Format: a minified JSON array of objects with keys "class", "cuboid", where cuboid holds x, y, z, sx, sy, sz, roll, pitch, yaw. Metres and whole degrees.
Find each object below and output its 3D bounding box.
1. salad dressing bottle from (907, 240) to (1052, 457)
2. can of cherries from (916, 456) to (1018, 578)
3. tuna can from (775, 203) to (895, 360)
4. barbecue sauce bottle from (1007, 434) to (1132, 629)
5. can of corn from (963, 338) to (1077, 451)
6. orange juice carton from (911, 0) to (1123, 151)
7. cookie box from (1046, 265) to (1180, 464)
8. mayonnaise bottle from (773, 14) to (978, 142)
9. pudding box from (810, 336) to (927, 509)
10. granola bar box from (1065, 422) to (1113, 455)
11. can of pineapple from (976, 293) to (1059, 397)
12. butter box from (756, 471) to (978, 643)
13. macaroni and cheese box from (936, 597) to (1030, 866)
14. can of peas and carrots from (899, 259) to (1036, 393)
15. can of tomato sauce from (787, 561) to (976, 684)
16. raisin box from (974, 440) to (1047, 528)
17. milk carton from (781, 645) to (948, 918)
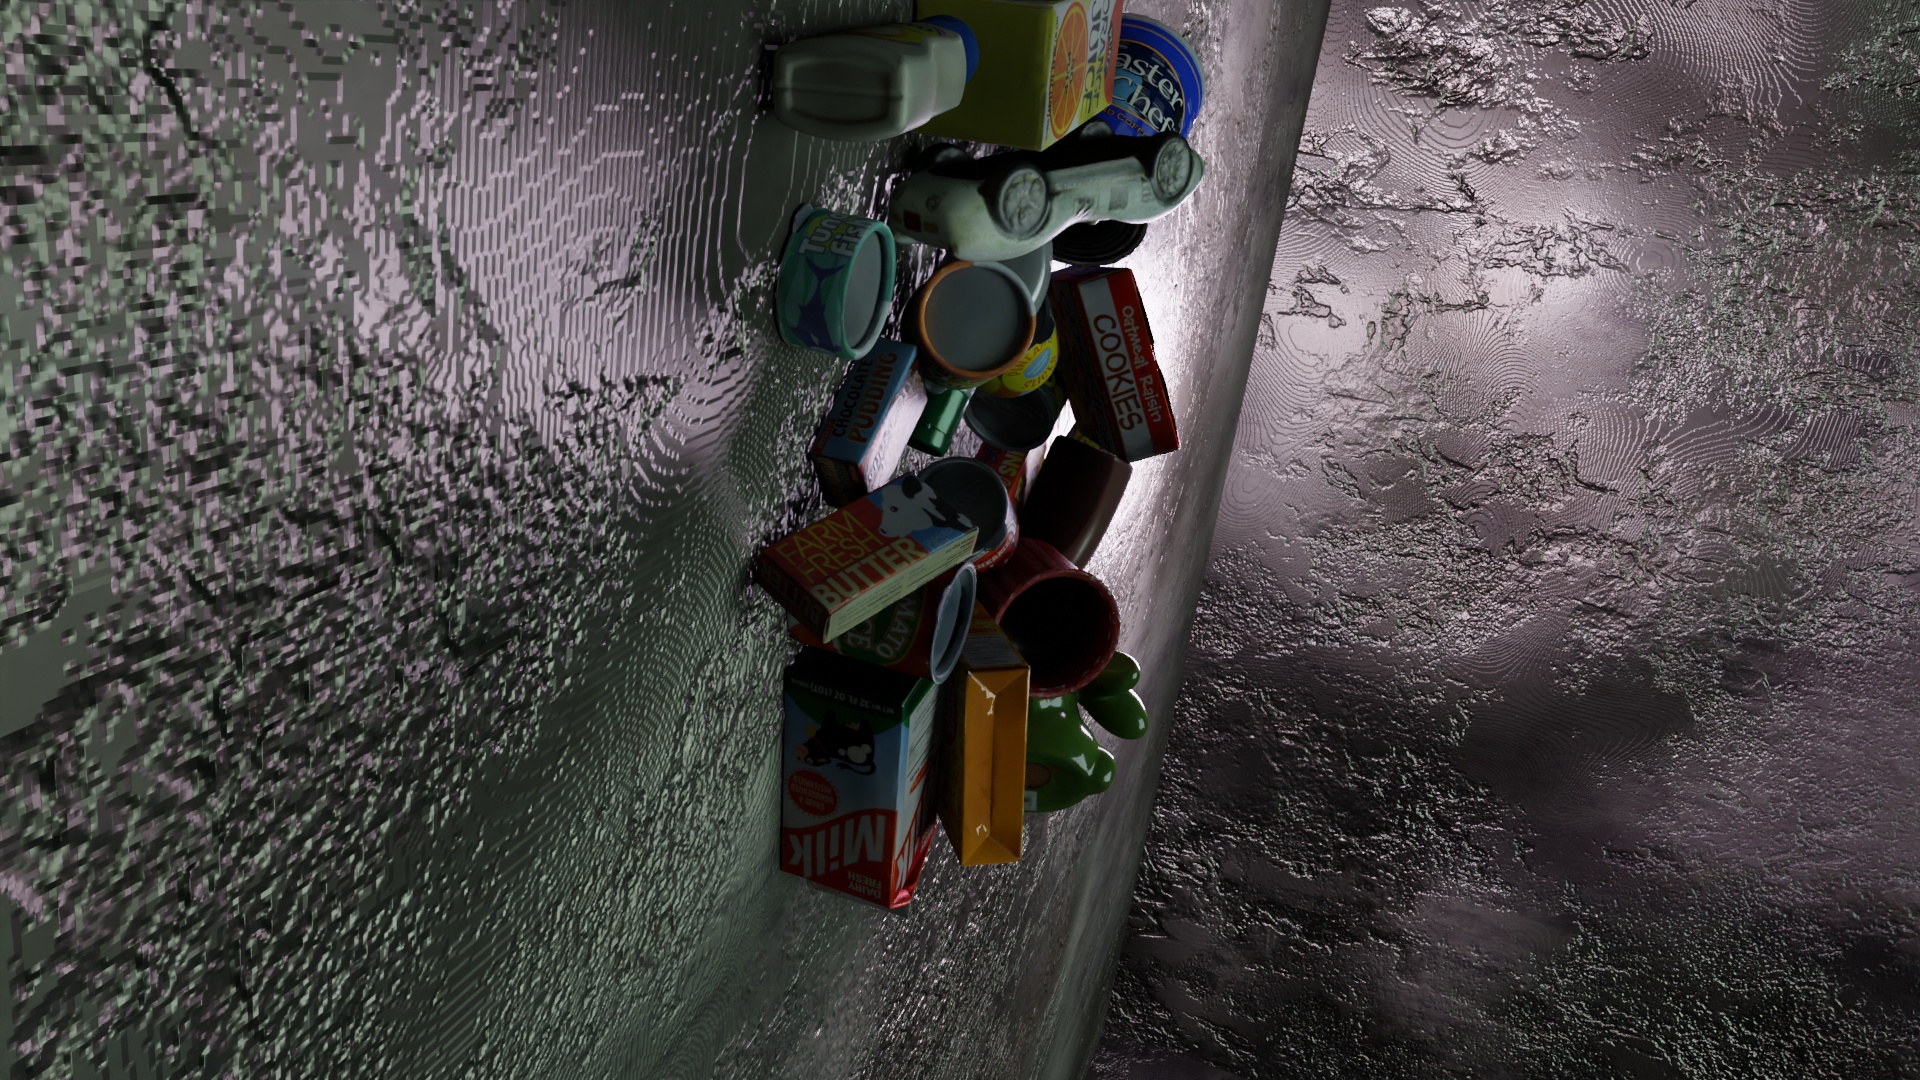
[{"class":"salad dressing bottle","cuboid":[0.004,-0.122,0.815,0.044,0.064,0.148,76,39,-80]},{"class":"can of cherries","cuboid":[0.003,-0.011,0.885,0.058,0.071,0.071,61,46,-70]},{"class":"tuna can","cuboid":[-0.057,-0.120,0.642,0.071,0.033,0.071,13,91,-75]},{"class":"barbecue sauce bottle","cuboid":[0.068,0.002,1.003,0.043,0.065,0.148,19,95,-51]},{"class":"can of corn","cuboid":[0.041,-0.105,0.940,0.058,0.071,0.070,-62,160,-44]},{"class":"orange juice carton","cuboid":[0.041,-0.275,0.774,0.194,0.073,0.071,-52,151,-57]},{"class":"cookie box","cuboid":[0.099,-0.127,0.963,0.168,0.040,0.122,-121,-168,-77]},{"class":"mayonnaise bottle","cuboid":[-0.029,-0.208,0.614,0.149,0.065,0.041,-57,153,-60]},{"class":"pudding box","cuboid":[-0.047,-0.062,0.734,0.049,0.030,0.084,79,29,-56]},{"class":"granola bar box","cuboid":[0.074,-0.010,1.130,0.123,0.039,0.166,119,-5,-60]},{"class":"can of pineapple","cuboid":[0.028,-0.128,0.868,0.057,0.071,0.071,59,47,-69]},{"class":"butter box","cuboid":[-0.045,0.006,0.692,0.104,0.053,0.024,-30,148,-35]},{"class":"macaroni and cheese box","cuboid":[0.001,0.107,0.865,0.167,0.040,0.123,-129,-141,-69]},{"class":"can of peas and carrots","cuboid":[0.002,-0.116,0.760,0.058,0.071,0.071,-177,-77,-79]},{"class":"can of tomato sauce","cuboid":[-0.042,0.033,0.739,0.071,0.083,0.071,13,91,-75]},{"class":"raisin box","cuboid":[0.027,-0.025,1.018,0.085,0.040,0.124,86,23,-48]},{"class":"milk carton","cuboid":[-0.057,0.142,0.811,0.074,0.072,0.189,-52,151,-55]}]
